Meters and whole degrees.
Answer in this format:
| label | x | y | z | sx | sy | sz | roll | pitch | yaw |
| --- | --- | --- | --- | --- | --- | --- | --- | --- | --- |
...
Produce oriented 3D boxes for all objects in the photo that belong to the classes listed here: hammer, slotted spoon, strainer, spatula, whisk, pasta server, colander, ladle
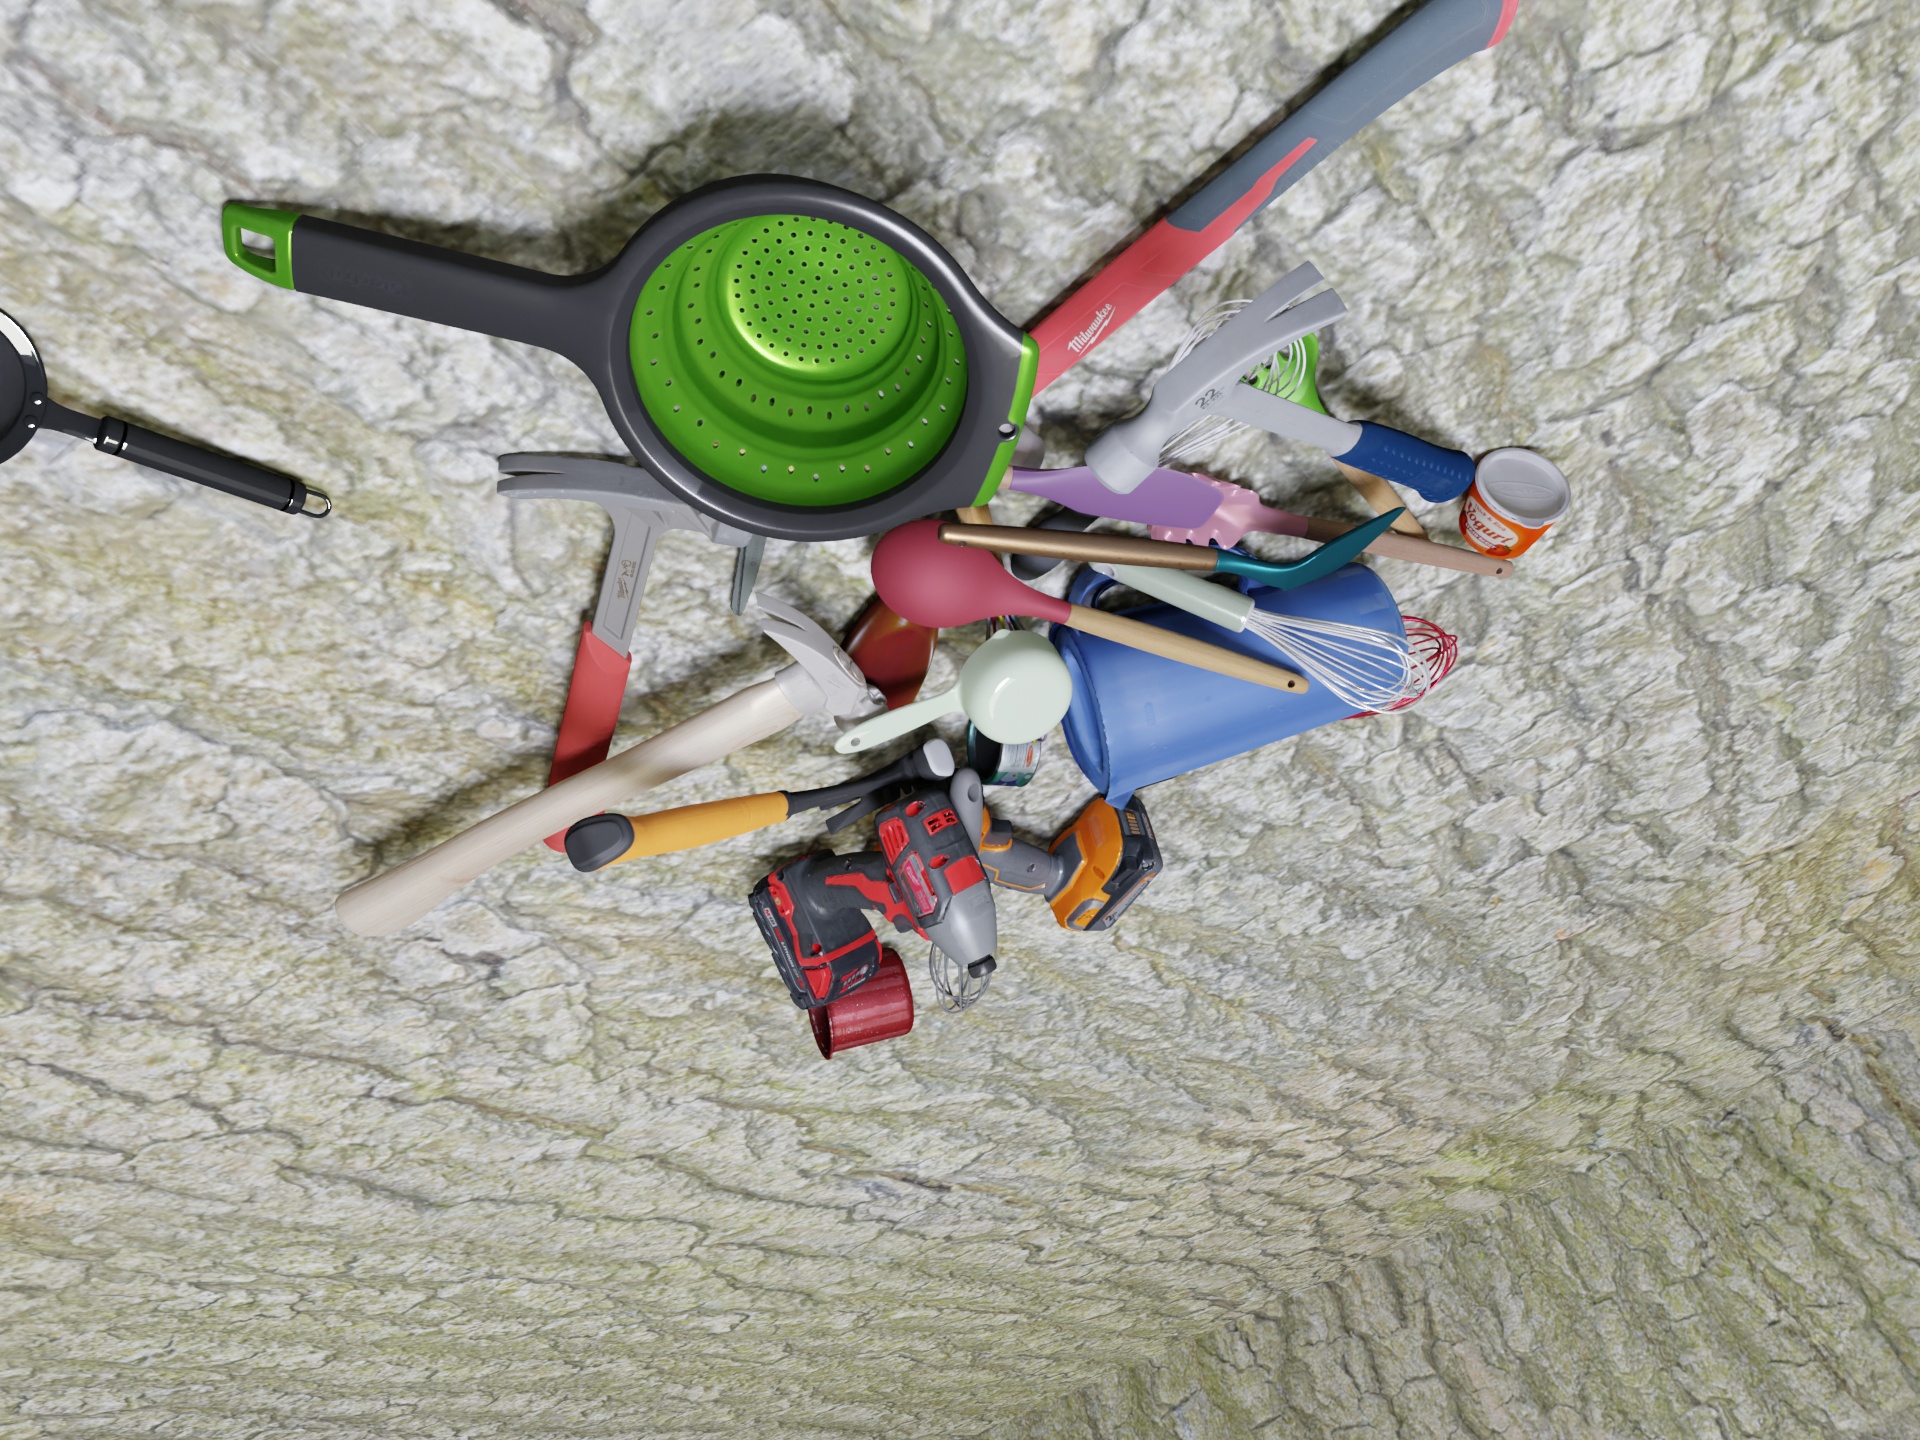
| label | x | y | z | sx | sy | sz | roll | pitch | yaw |
| --- | --- | --- | --- | --- | --- | --- | --- | --- | --- |
| hammer | -0.142 | 0.063 | 1.086 | 0.127 | 0.034 | 0.336 | -27 | 171 | 31 |
| slotted spoon | 0.254 | -0.180 | 1.068 | 0.070 | 0.031 | 0.313 | -33 | 143 | 22 |
| strainer | -0.444 | -0.147 | 0.812 | 0.258 | 0.050 | 0.087 | 19 | 87 | -46 |
| spatula | 0.005 | -0.149 | 0.940 | 0.315 | 0.018 | 0.059 | 7 | 153 | -12 |
| hammer | 0.228 | -0.171 | 0.940 | 0.144 | 0.035 | 0.405 | -41 | 159 | 28 |
| hammer | -0.247 | -0.028 | 1.047 | 0.149 | 0.037 | 0.358 | 7 | 139 | -19 |
| whisk | 0.003 | 0.136 | 1.243 | 0.055 | 0.055 | 0.238 | -7 | 124 | -14 |
| whisk | 0.109 | -0.162 | 0.981 | 0.070 | 0.070 | 0.284 | 8 | 150 | -30 |
| whisk | 0.256 | -0.007 | 1.274 | 0.296 | 0.073 | 0.073 | -26 | 144 | 22 |
| whisk | 0.025 | -0.074 | 1.086 | 0.051 | 0.047 | 0.244 | 7 | 138 | 23 |
| whisk | 0.199 | -0.068 | 1.068 | 0.246 | 0.059 | 0.057 | 23 | 160 | 3 |
| pasta server | 0.265 | -0.127 | 1.113 | 0.316 | 0.040 | 0.060 | 8 | 124 | -23 |
| hammer | -0.257 | 0.045 | 1.073 | 0.410 | 0.038 | 0.146 | -26 | 144 | 13 |
| colander | -0.159 | -0.217 | 0.813 | 0.397 | 0.095 | 0.204 | 12 | 133 | -8 |
| spatula | 0.136 | -0.115 | 1.021 | 0.317 | 0.044 | 0.082 | 3 | 156 | -19 |
| hammer | 0.123 | -0.280 | 0.872 | 0.386 | 0.038 | 0.143 | -36 | 138 | 24 |
| ladle | 0.092 | -0.063 | 1.046 | 0.315 | 0.031 | 0.069 | 15 | 105 | -17 |

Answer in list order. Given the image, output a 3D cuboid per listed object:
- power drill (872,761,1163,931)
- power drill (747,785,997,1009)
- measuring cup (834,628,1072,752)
| label | x | y | z | sx | sy | sz | roll | pitch | yaw |
| --- | --- | --- | --- | --- | --- | --- | --- | --- | --- |
| power drill | 0.049 | 0.101 | 1.309 | 0.226 | 0.084 | 0.164 | 9 | 136 | -26 |
| power drill | -0.060 | 0.147 | 1.225 | 0.078 | 0.143 | 0.219 | -23 | 176 | -44 |
| measuring cup | -0.002 | -0.003 | 1.063 | 0.167 | 0.038 | 0.083 | -21 | 129 | -13 |
